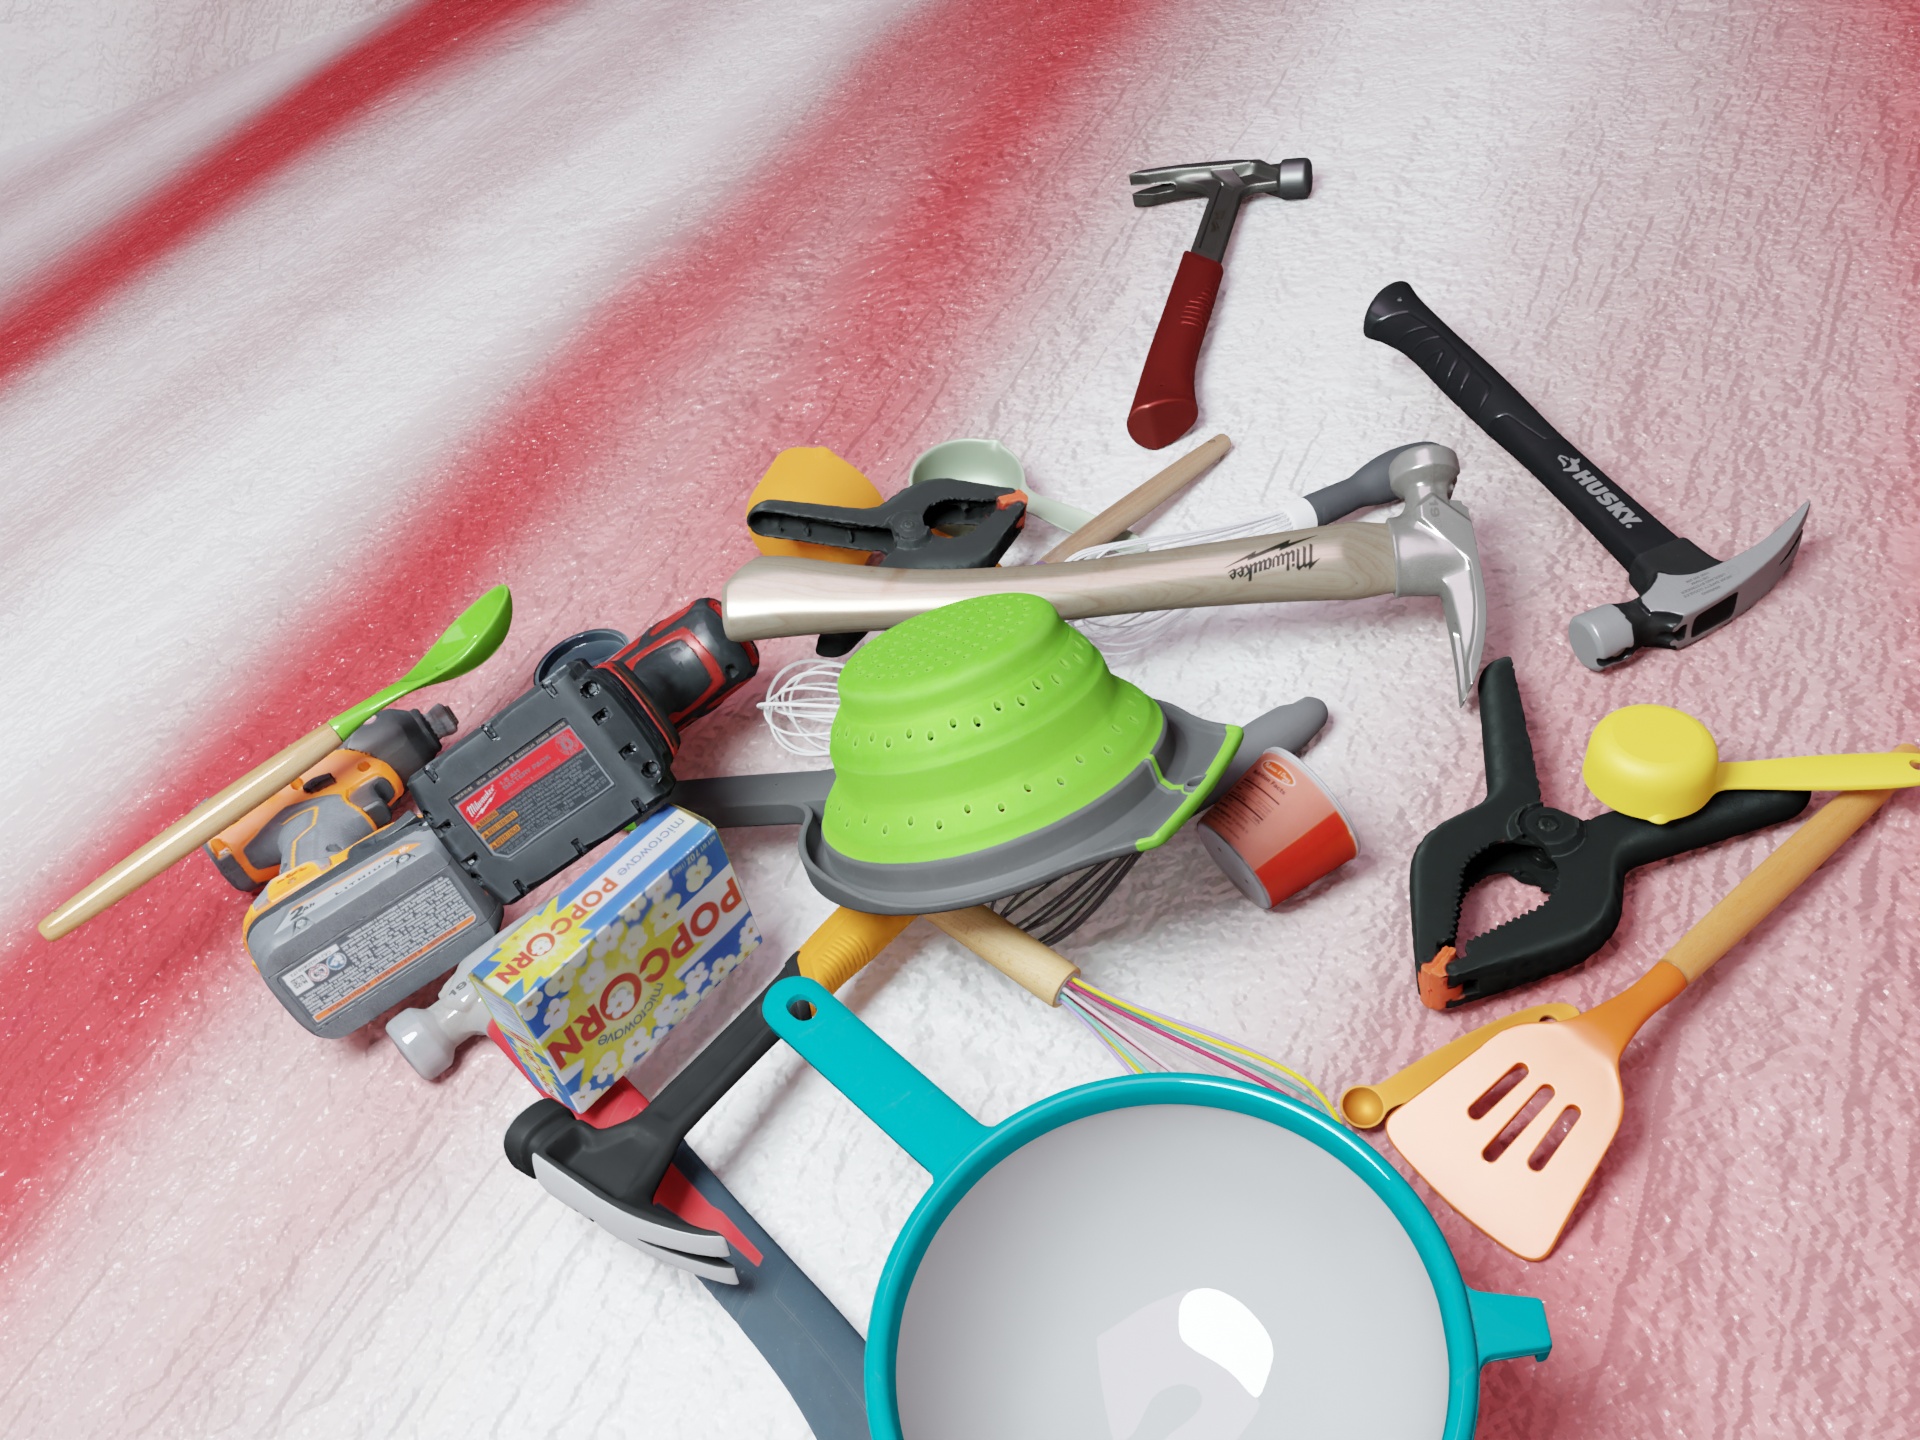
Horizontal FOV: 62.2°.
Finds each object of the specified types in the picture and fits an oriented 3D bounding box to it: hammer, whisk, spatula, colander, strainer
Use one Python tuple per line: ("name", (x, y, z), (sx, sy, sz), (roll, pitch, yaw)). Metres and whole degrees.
("hammer", (-0.123, 0.203, 0.736), (0.143, 0.038, 0.387), (-38, 45, -22))
("whisk", (0.099, 0.050, 0.816), (0.239, 0.055, 0.055), (-31, 43, -20))
("hammer", (0.342, -0.168, 0.939), (0.146, 0.035, 0.335), (-23, 48, -5))
("spatula", (0.322, 0.102, 0.694), (0.322, 0.041, 0.081), (-33, 51, -22))
("hammer", (0.073, -0.065, 0.870), (0.410, 0.038, 0.146), (-4, 65, 6))
("spatula", (0.067, -0.104, 0.977), (0.060, 0.018, 0.316), (23, 48, 40))
("colander", (-0.060, 0.006, 0.814), (0.397, 0.094, 0.204), (-5, 25, 36))
("hammer", (-0.056, 0.116, 0.771), (0.127, 0.034, 0.337), (19, 45, 31))
("strainer", (0.036, 0.216, 0.620), (0.211, 0.095, 0.341), (-38, 46, -22))
("whisk", (-0.001, -0.003, 0.908), (0.246, 0.059, 0.058), (3, 85, 17))
("hammer", (0.166, -0.322, 1.189), (0.149, 0.036, 0.359), (2, 45, 21))
("whisk", (0.067, 0.128, 0.713), (0.245, 0.047, 0.051), (31, 52, 27))
("whisk", (0.174, -0.107, 0.950), (0.284, 0.070, 0.070), (-24, 42, -14))

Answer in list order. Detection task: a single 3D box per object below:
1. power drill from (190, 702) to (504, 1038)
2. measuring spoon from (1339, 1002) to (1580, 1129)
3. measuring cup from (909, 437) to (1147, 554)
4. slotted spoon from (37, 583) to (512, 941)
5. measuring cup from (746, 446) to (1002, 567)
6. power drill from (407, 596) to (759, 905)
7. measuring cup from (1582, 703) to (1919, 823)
("power drill", (-0.344, 0.068, 0.917), (0.164, 0.084, 0.227), (-34, 36, -16))
("measuring spoon", (0.218, 0.150, 0.692), (0.117, 0.011, 0.021), (-22, 53, -8))
("measuring cup", (0.044, -0.130, 1.038), (0.168, 0.038, 0.083), (24, 57, 18))
("slotted spoon", (-0.382, 0.022, 0.915), (0.314, 0.031, 0.070), (-40, 26, -22))
("measuring cup", (-0.059, -0.113, 1.028), (0.174, 0.095, 0.052), (24, 60, 15))
("power drill", (-0.212, 0.018, 0.864), (0.188, 0.080, 0.227), (-34, 9, 12))
("measuring cup", (0.367, 0.015, 0.722), (0.156, 0.029, 0.062), (-2, 41, 12))
